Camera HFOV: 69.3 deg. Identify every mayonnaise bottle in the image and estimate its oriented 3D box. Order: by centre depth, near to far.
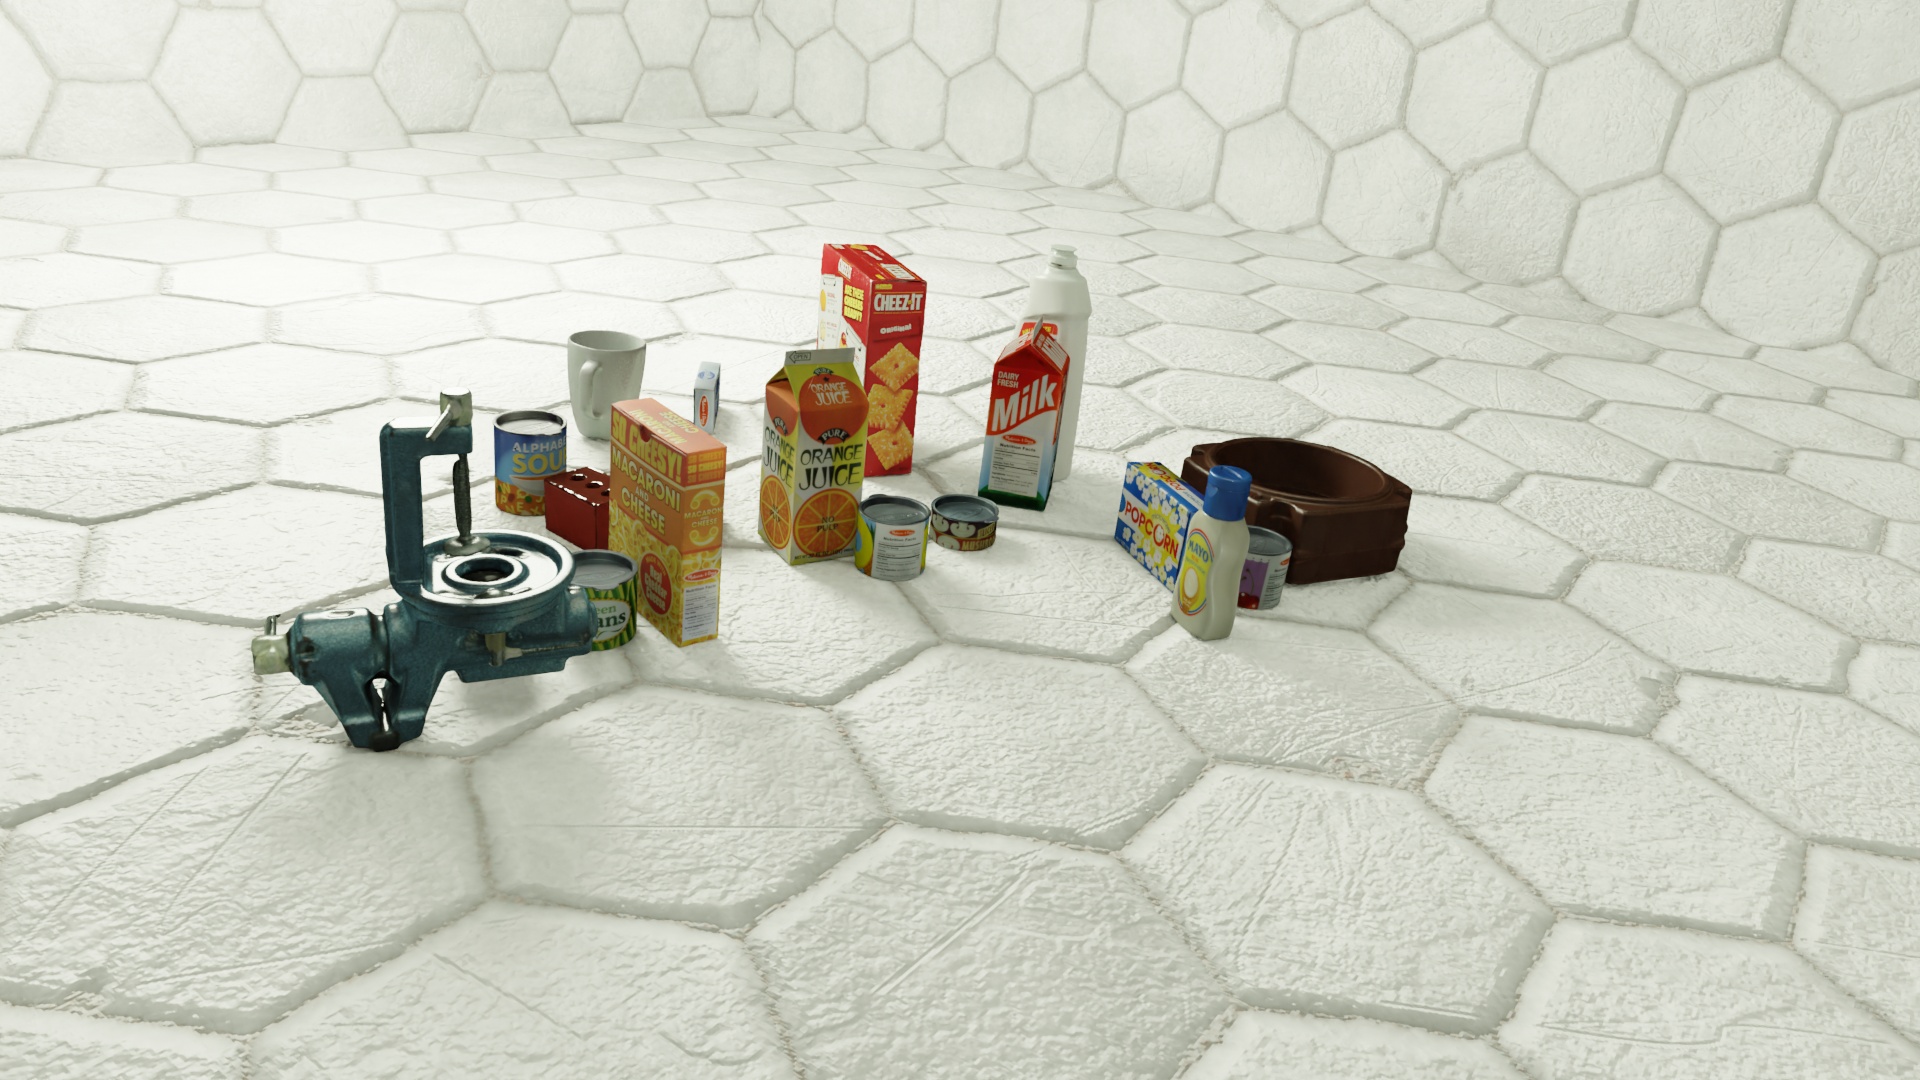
[{"bbox_3d":[0.220,0.009,1.202,0.041,0.147,0.065,-5,26,-25],"label":"mayonnaise bottle"}]

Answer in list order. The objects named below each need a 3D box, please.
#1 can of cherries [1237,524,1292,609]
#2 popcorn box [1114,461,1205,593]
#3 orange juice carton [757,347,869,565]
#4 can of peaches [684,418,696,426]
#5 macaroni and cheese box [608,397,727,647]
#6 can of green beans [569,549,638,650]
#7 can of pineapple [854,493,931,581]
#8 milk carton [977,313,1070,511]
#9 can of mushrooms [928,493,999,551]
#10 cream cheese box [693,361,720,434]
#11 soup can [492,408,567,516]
[{"bbox_3d":[0.268,0.024,1.291,0.071,0.058,0.072,6,24,-2],"label":"can of cherries"},{"bbox_3d":[0.196,-0.014,1.324,0.038,0.084,0.127,-3,26,-22],"label":"popcorn box"},{"bbox_3d":[-0.133,-0.082,1.257,0.072,0.191,0.073,-9,28,-31],"label":"orange juice carton"},{"bbox_3d":[-0.299,-0.089,1.394,0.071,0.057,0.071,6,24,-2],"label":"can of peaches"},{"bbox_3d":[-0.238,-0.016,1.115,0.040,0.165,0.124,-13,31,-38],"label":"macaroni and cheese box"},{"bbox_3d":[-0.288,0.047,1.095,0.071,0.057,0.071,6,24,-2],"label":"can of green beans"},{"bbox_3d":[-0.062,-0.003,1.266,0.071,0.057,0.071,6,24,-2],"label":"can of pineapple"},{"bbox_3d":[0.068,-0.134,1.429,0.073,0.189,0.072,10,24,7],"label":"milk carton"},{"bbox_3d":[0.005,-0.017,1.343,0.071,0.033,0.071,6,24,-2],"label":"can of mushrooms"},{"bbox_3d":[-0.286,-0.161,1.564,0.024,0.053,0.104,4,24,-7],"label":"cream cheese box"},{"bbox_3d":[-0.400,-0.072,1.298,0.071,0.083,0.071,6,24,-2],"label":"soup can"}]
